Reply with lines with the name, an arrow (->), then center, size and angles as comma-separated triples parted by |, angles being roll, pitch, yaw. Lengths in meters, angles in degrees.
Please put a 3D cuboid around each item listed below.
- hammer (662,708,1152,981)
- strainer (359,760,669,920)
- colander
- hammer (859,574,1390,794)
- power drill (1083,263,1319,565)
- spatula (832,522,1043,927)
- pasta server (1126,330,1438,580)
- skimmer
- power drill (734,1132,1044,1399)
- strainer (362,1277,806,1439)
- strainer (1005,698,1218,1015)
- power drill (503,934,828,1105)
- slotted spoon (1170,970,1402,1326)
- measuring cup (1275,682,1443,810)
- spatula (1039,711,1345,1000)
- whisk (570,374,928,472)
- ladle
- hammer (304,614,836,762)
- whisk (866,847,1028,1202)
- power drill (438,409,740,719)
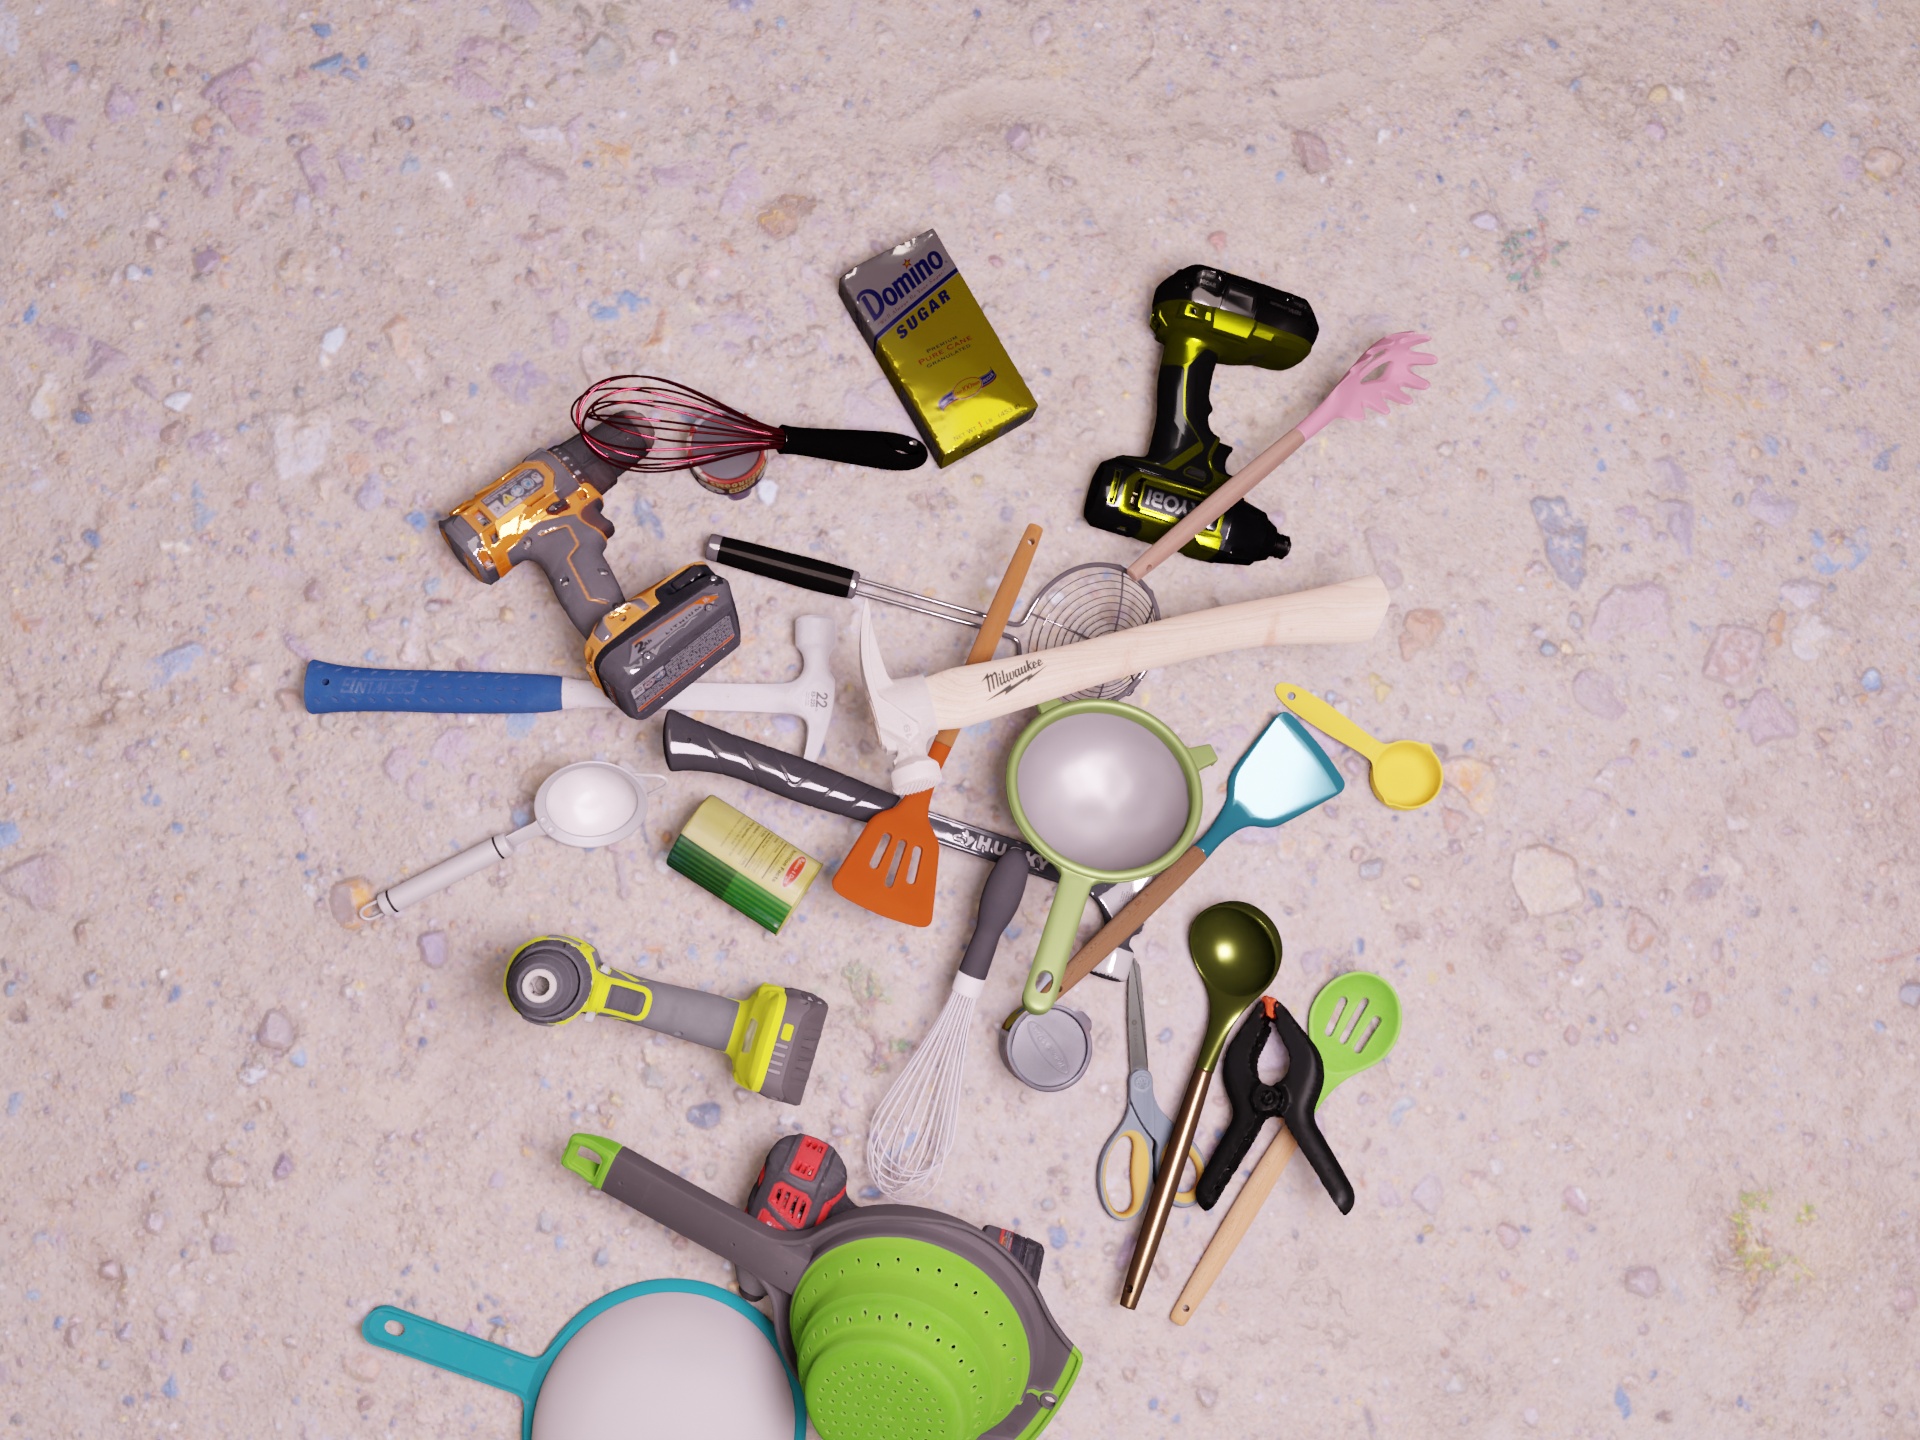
hammer -> -0.037, 0.072, 1.239 | 0.408, 0.036, 0.149 | 20, 78, -10
strainer -> -0.346, 0.090, 1.227 | 0.258, 0.050, 0.086 | -27, 129, -3
colander -> -0.115, 0.408, 1.101 | 0.397, 0.094, 0.204 | 27, 113, 4
hammer -> 0.128, -0.061, 1.203 | 0.410, 0.038, 0.146 | -13, 76, -11
power drill -> 0.211, -0.244, 1.313 | 0.171, 0.080, 0.223 | 16, 84, -8
spatula -> -0.002, -0.004, 1.210 | 0.081, 0.041, 0.322 | 24, 84, -8
pasta server -> 0.256, -0.209, 1.268 | 0.316, 0.040, 0.060 | -40, 127, -12
skimmer -> -0.025, -0.099, 1.259 | 0.363, 0.090, 0.127 | 15, 81, -3
power drill -> -0.061, 0.408, 1.178 | 0.219, 0.078, 0.143 | 24, 113, 2
strainer -> -0.276, 0.499, 1.148 | 0.340, 0.095, 0.211 | 22, 81, -4
strainer -> 0.088, 0.107, 1.191 | 0.151, 0.069, 0.256 | 20, 63, 2
power drill -> -0.217, 0.210, 1.151 | 0.228, 0.190, 0.080 | 17, 81, -7
slotted spoon -> 0.252, 0.338, 1.258 | 0.070, 0.031, 0.314 | 31, 82, 14
measuring cup -> 0.326, 0.018, 1.316 | 0.156, 0.029, 0.062 | 36, 80, 12
spatula -> 0.175, 0.117, 1.252 | 0.317, 0.044, 0.082 | -40, 92, -25
whisk -> -0.159, -0.221, 1.246 | 0.295, 0.073, 0.073 | 1, 81, -28
ladle -> 0.175, 0.293, 1.227 | 0.078, 0.062, 0.320 | 11, 74, 35
hammer -> -0.301, -0.015, 1.248 | 0.405, 0.035, 0.144 | 1, 82, -5
whisk -> -0.006, 0.230, 1.210 | 0.070, 0.070, 0.284 | 20, 91, -3
power drill -> -0.265, -0.131, 1.230 | 0.185, 0.084, 0.226 | -41, 70, -18
